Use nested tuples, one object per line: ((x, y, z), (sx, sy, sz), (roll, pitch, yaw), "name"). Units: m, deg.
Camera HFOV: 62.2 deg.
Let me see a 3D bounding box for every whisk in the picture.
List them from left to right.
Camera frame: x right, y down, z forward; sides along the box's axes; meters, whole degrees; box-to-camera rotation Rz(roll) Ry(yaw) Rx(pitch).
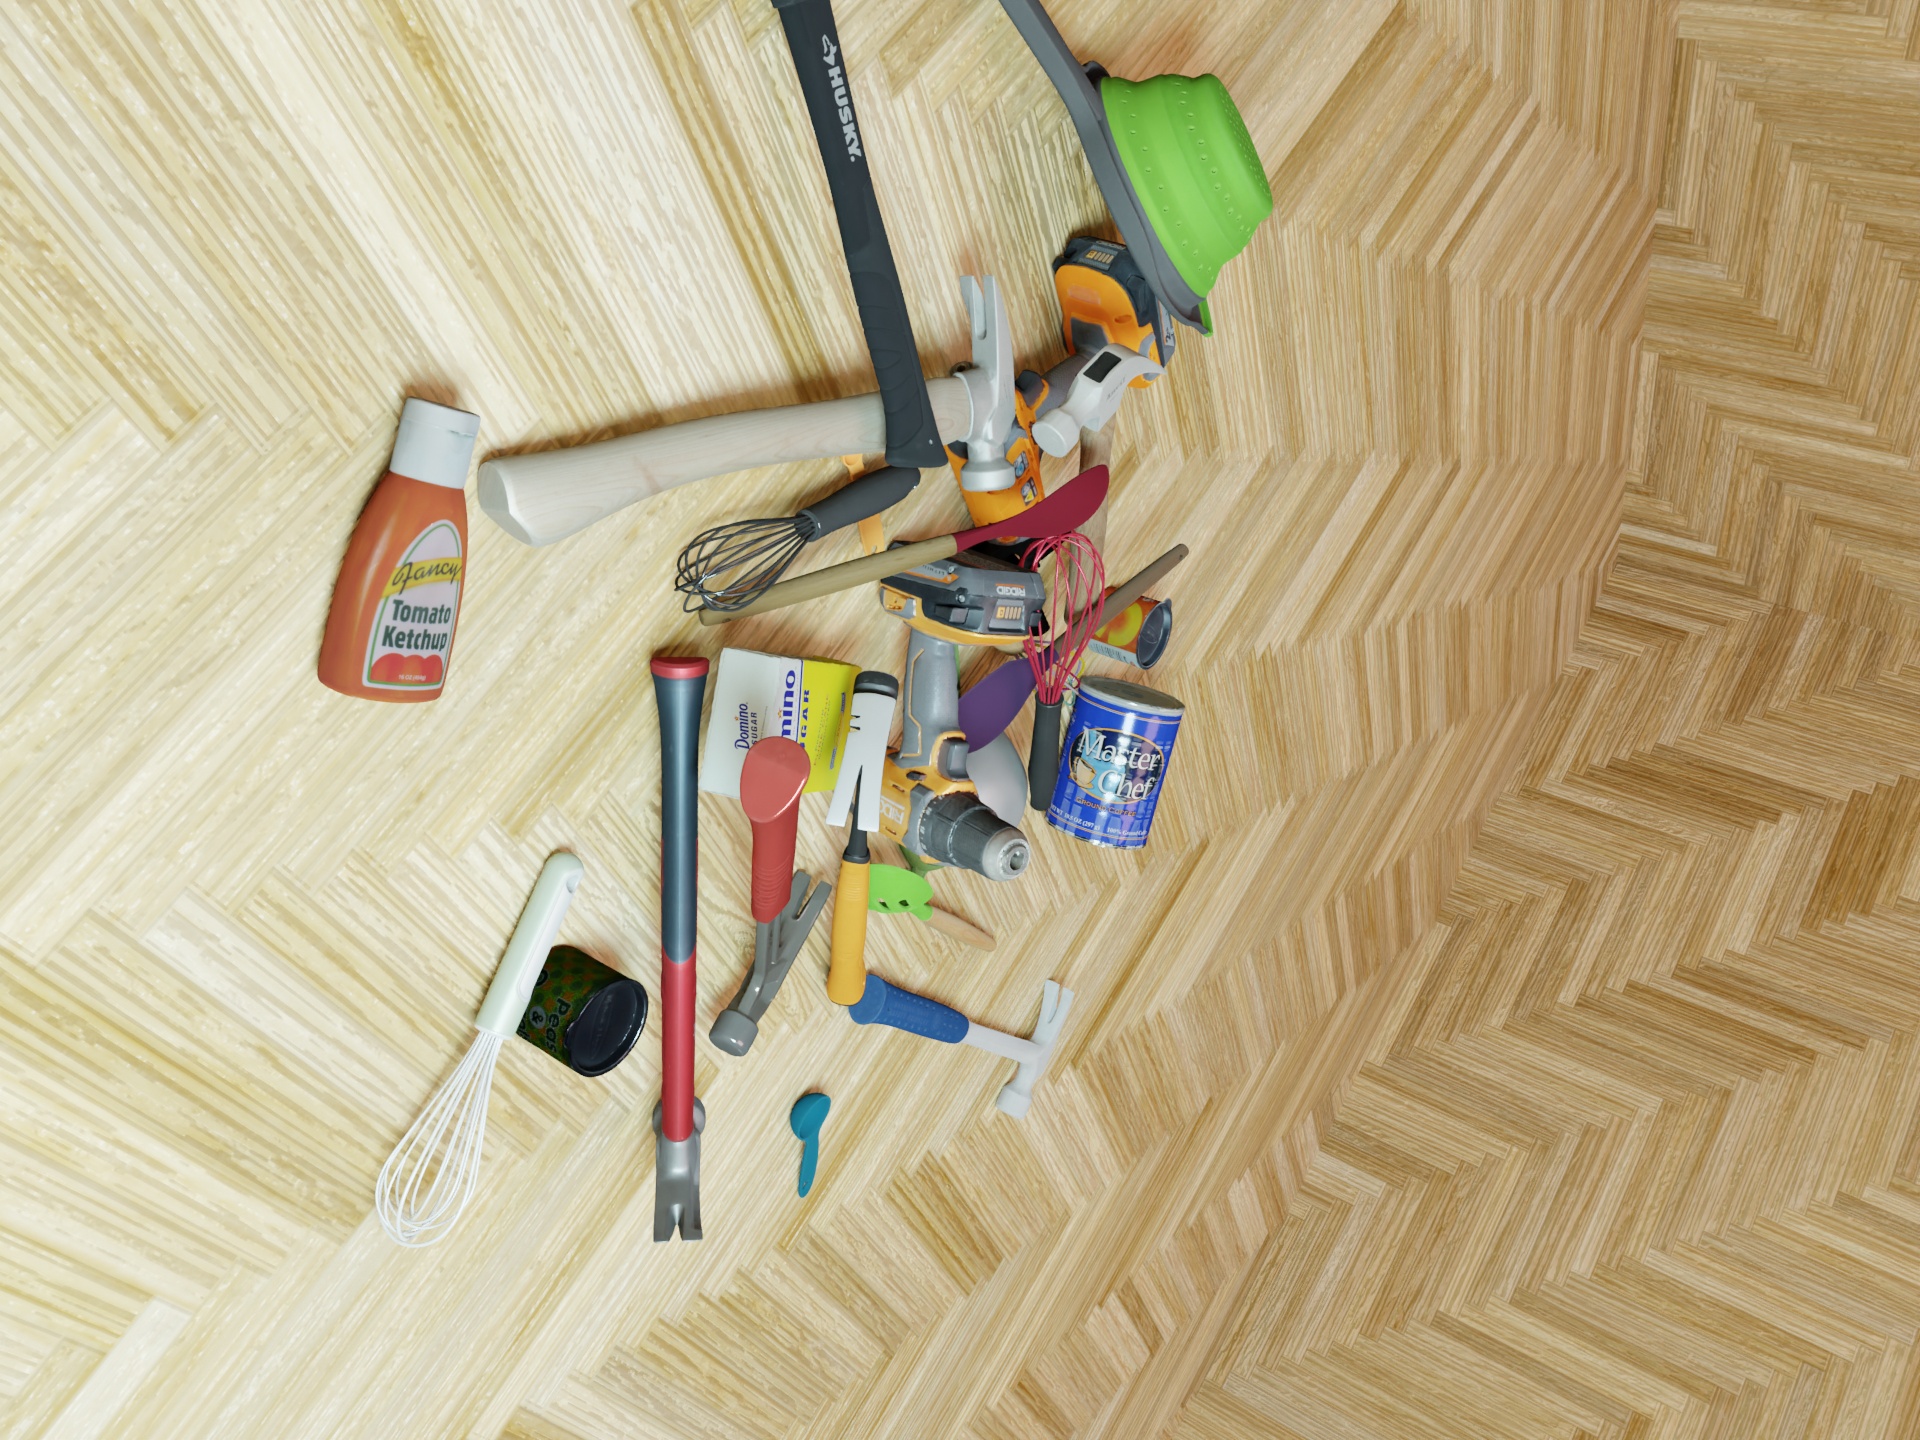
((-0.283, 0.194, 0.954), (0.246, 0.059, 0.057), (-68, 160, -11), "whisk")
((-0.100, -0.126, 1.046), (0.239, 0.055, 0.055), (-36, 137, -45), "whisk")
((0.050, -0.056, 1.333), (0.244, 0.047, 0.051), (27, 60, -63), "whisk")
((0.072, -0.033, 1.254), (0.073, 0.073, 0.295), (-44, 150, -37), "whisk")

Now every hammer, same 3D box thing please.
((-0.183, 0.147, 1.036), (0.143, 0.038, 0.386), (-114, -154, -67), "hammer")
((-0.118, 0.099, 1.028), (0.358, 0.037, 0.149), (105, 10, -61), "hammer")
((-0.109, -0.184, 0.972), (0.410, 0.038, 0.146), (-22, 114, -44), "hammer")
((-0.078, 0.119, 1.163), (0.336, 0.034, 0.127), (99, -1, -50), "hammer")
((-0.058, -0.306, 0.949), (0.146, 0.035, 0.334), (-41, 127, -40), "hammer")
((0.006, 0.288, 1.504), (0.144, 0.035, 0.405), (-65, 150, -7), "hammer")
((0.104, -0.170, 1.247), (0.130, 0.031, 0.331), (-49, 162, -20), "hammer")

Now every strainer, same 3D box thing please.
((0.014, 0.025, 1.315), (0.151, 0.069, 0.256), (-42, 143, -39), "strainer")

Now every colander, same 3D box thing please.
((0.124, -0.440, 1.109), (0.396, 0.094, 0.205), (41, 35, -46), "colander")

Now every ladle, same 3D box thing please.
((-0.029, -0.114, 1.077), (0.315, 0.031, 0.069), (-20, 163, -22), "ladle")

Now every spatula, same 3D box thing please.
((0.094, -0.067, 1.329), (0.316, 0.018, 0.059), (-39, 133, -31), "spatula")

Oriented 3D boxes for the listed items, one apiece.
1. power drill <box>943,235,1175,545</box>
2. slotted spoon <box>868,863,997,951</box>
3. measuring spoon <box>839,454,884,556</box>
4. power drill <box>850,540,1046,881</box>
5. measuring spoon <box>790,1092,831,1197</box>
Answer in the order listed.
((0.068, -0.264, 1.214), (0.226, 0.084, 0.164), (-53, 147, -19), "power drill")
((-0.020, 0.171, 1.377), (0.313, 0.070, 0.031), (42, 45, -65), "slotted spoon")
((-0.070, -0.153, 1.126), (0.021, 0.011, 0.116), (-46, 147, -26), "measuring spoon")
((-0.002, -0.004, 1.158), (0.084, 0.185, 0.226), (0, 106, -38), "power drill")
((-0.134, 0.359, 1.344), (0.042, 0.021, 0.128), (-36, 146, -43), "measuring spoon")
